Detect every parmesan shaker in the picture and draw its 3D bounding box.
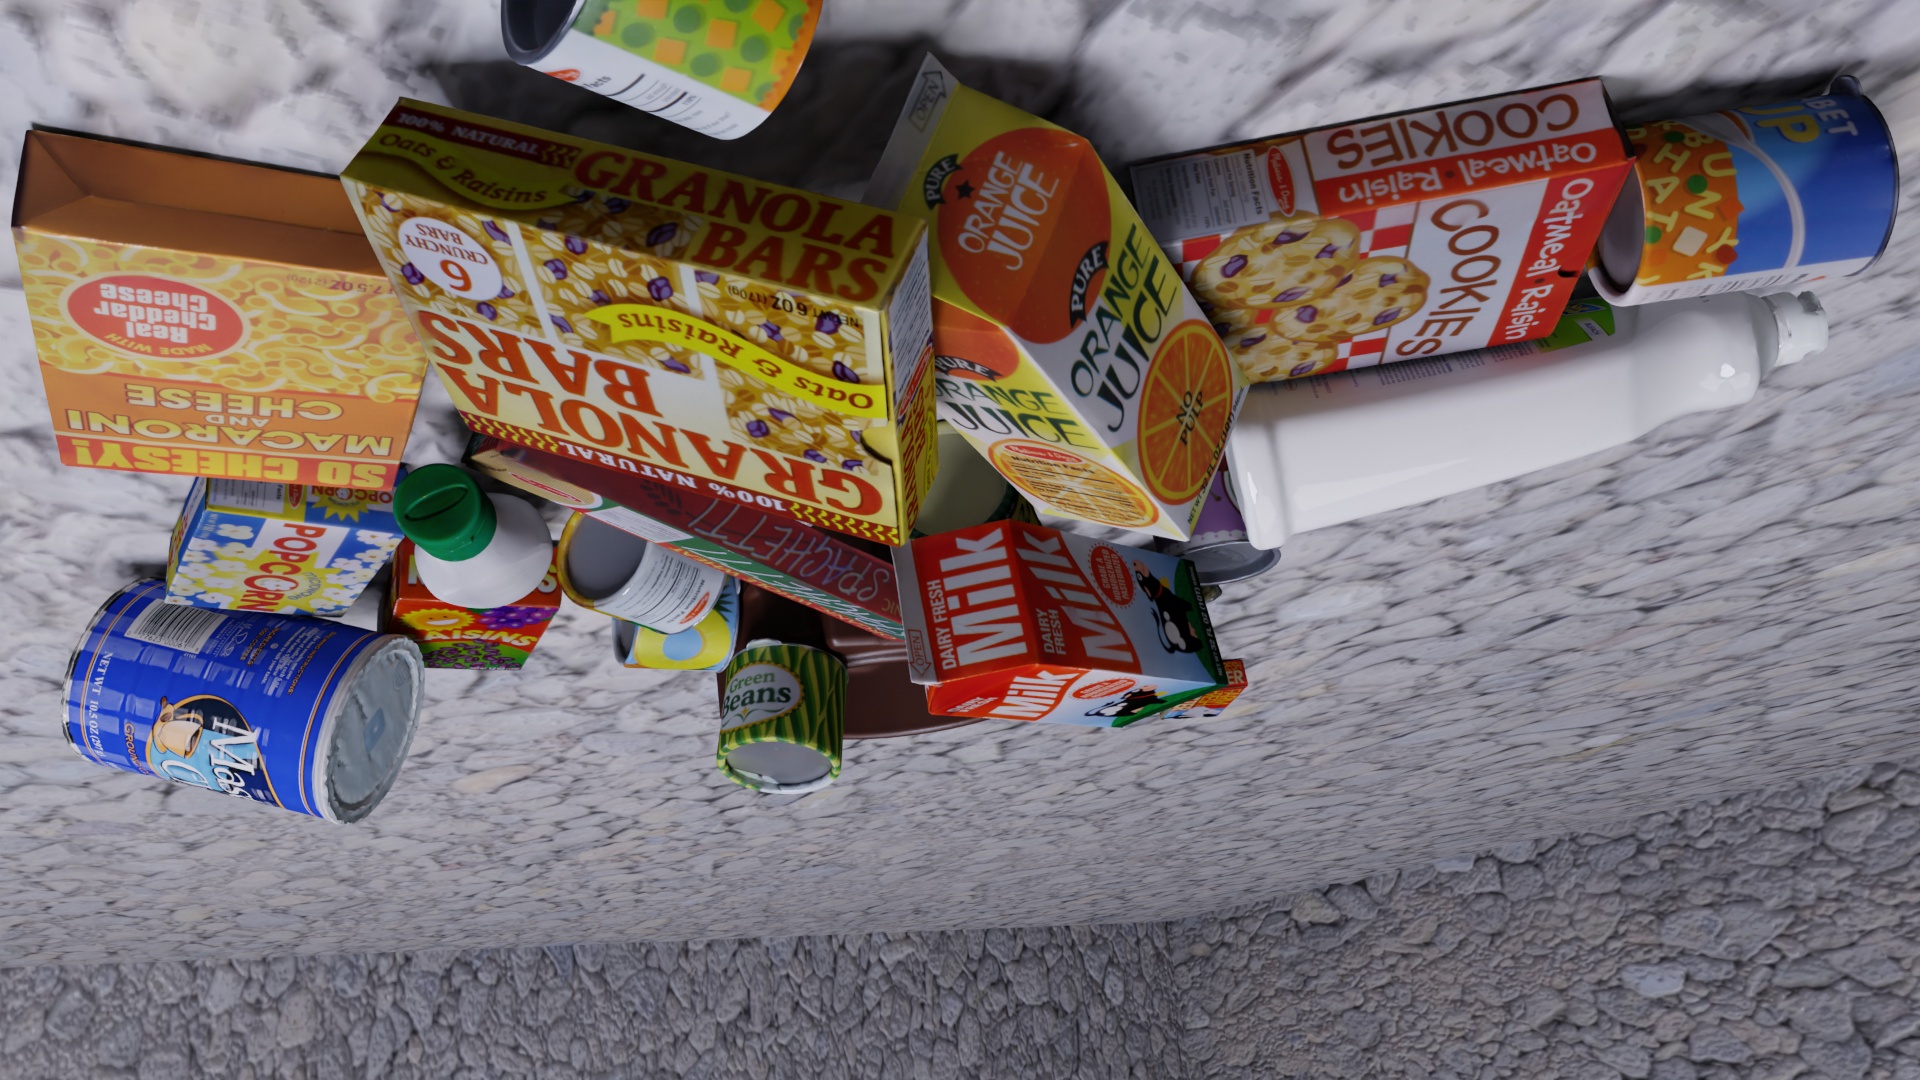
[{"bbox_3d":[0.003,-0.009,0.709,0.071,0.071,0.103,-10,159,9],"label":"parmesan shaker"}]

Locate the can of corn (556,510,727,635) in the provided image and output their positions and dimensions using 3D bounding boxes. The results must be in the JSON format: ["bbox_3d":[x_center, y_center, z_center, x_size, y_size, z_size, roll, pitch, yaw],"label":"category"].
[{"bbox_3d":[-0.165,0.009,0.717,0.071,0.071,0.058,-17,155,25],"label":"can of corn"}]

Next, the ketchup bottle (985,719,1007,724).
[{"bbox_3d":[0.048,0.102,1.045,0.065,0.043,0.148,1,158,-18],"label":"ketchup bottle"}]

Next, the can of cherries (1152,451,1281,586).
[{"bbox_3d":[0.138,-0.014,0.755,0.071,0.058,0.071,-5,158,-2],"label":"can of cherries"}]

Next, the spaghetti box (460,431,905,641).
[{"bbox_3d":[-0.110,-0.003,0.663,0.250,0.029,0.050,25,162,-34],"label":"spaghetti box"}]

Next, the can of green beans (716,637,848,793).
[{"bbox_3d":[-0.095,0.096,0.743,0.071,0.058,0.071,1,144,1],"label":"can of green beans"}]

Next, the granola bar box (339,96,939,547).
[{"bbox_3d":[-0.092,-0.063,0.436,0.166,0.039,0.123,15,150,10],"label":"granola bar box"}]

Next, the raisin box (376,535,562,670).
[{"bbox_3d":[-0.281,0.038,0.789,0.086,0.040,0.123,5,157,-26],"label":"raisin box"}]

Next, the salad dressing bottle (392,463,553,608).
[{"bbox_3d":[-0.231,-0.001,0.657,0.064,0.044,0.147,-27,174,-13],"label":"salad dressing bottle"}]

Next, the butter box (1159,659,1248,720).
[{"bbox_3d":[0.206,0.129,1.187,0.053,0.024,0.103,-3,158,-7],"label":"butter box"}]

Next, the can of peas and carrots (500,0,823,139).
[{"bbox_3d":[-0.074,-0.144,0.350,0.059,0.071,0.070,12,152,-39],"label":"can of peas and carrots"}]

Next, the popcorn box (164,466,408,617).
[{"bbox_3d":[-0.328,-0.002,0.673,0.085,0.038,0.126,8,154,-35],"label":"popcorn box"}]

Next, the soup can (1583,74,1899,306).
[{"bbox_3d":[0.278,-0.126,0.504,0.084,0.071,0.071,-7,159,4],"label":"soup can"}]

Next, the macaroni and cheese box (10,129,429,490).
[{"bbox_3d":[-0.262,-0.074,0.508,0.124,0.040,0.165,4,156,-27],"label":"macaroni and cheese box"}]

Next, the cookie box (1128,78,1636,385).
[{"bbox_3d":[0.154,-0.109,0.538,0.167,0.040,0.122,-9,158,6],"label":"cookie box"}]

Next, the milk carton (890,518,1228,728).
[{"bbox_3d":[0.040,0.043,0.669,0.073,0.072,0.191,-29,152,37],"label":"milk carton"}]

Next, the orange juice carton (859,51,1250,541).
[{"bbox_3d":[0.026,-0.076,0.484,0.073,0.072,0.192,11,161,38],"label":"orange juice carton"}]

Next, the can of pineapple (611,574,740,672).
[{"bbox_3d":[-0.164,0.040,0.795,0.058,0.071,0.070,5,156,-27],"label":"can of pineapple"}]
